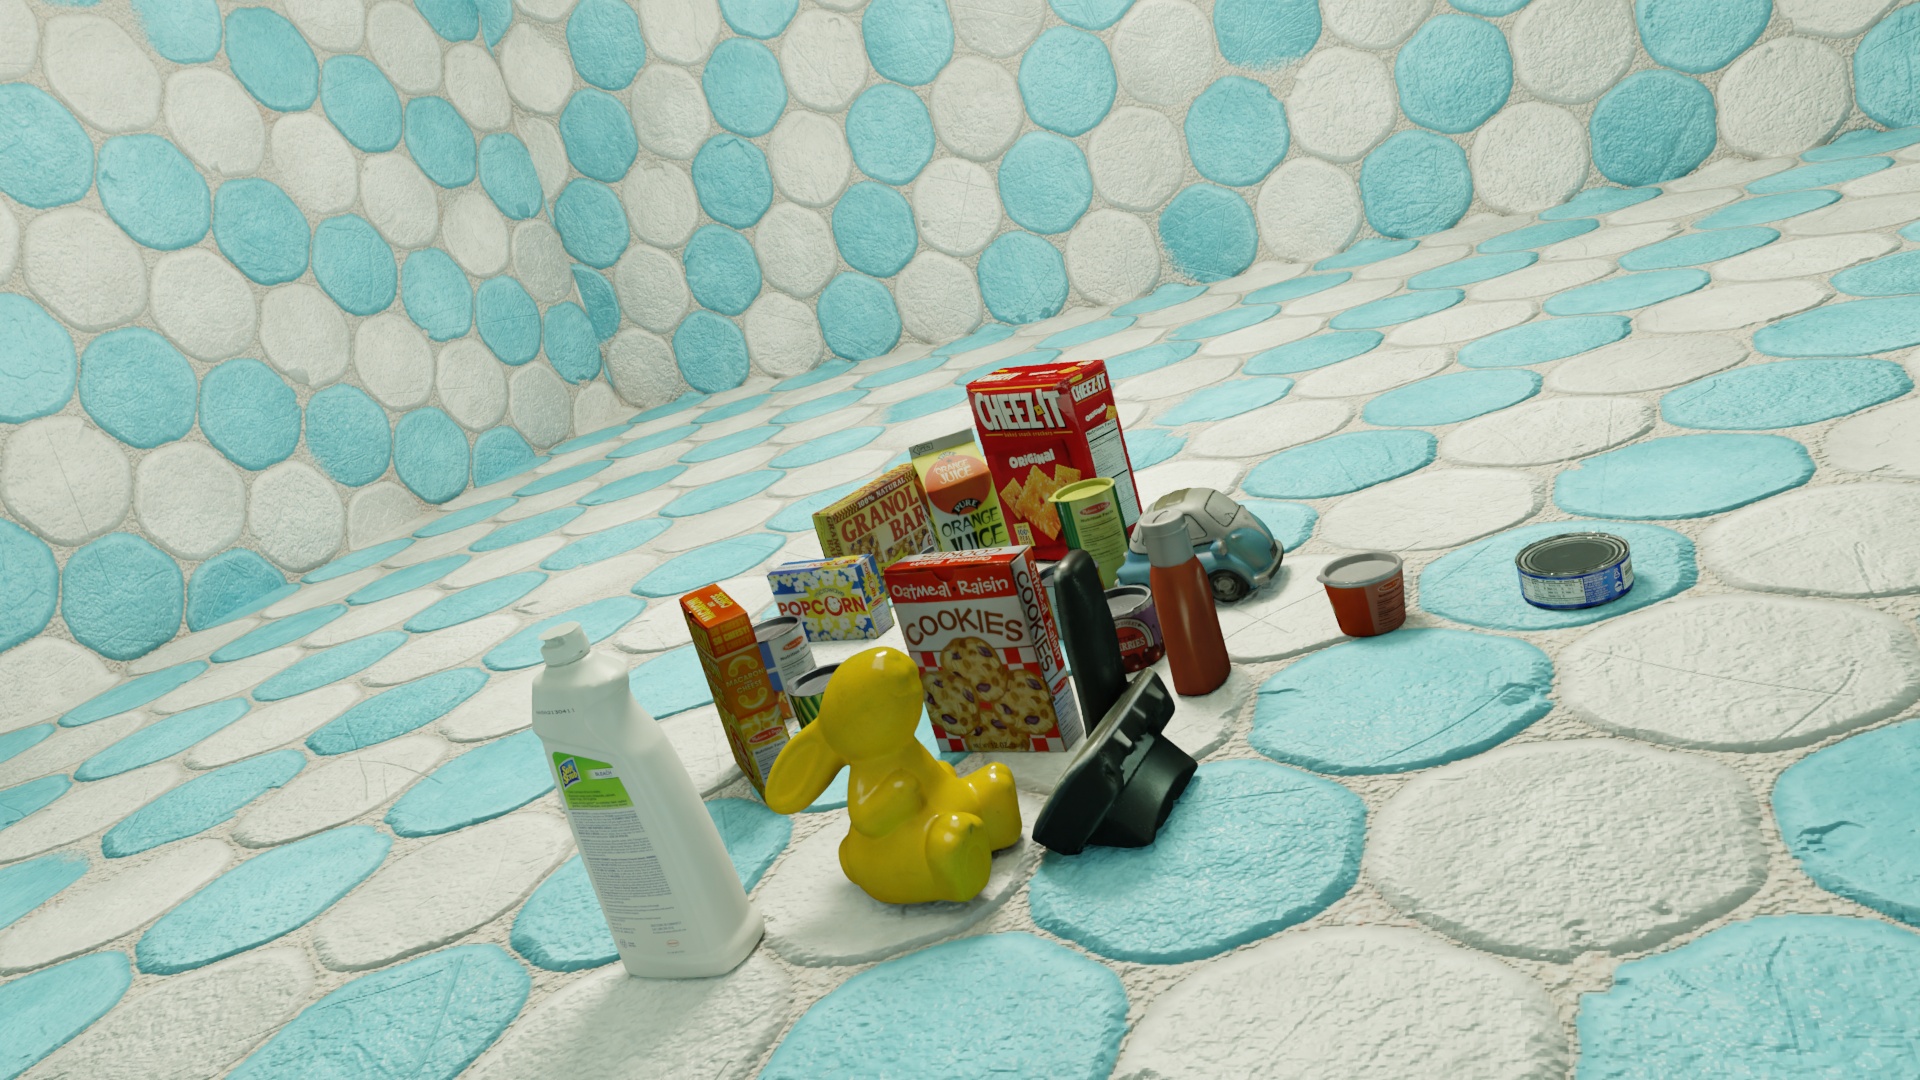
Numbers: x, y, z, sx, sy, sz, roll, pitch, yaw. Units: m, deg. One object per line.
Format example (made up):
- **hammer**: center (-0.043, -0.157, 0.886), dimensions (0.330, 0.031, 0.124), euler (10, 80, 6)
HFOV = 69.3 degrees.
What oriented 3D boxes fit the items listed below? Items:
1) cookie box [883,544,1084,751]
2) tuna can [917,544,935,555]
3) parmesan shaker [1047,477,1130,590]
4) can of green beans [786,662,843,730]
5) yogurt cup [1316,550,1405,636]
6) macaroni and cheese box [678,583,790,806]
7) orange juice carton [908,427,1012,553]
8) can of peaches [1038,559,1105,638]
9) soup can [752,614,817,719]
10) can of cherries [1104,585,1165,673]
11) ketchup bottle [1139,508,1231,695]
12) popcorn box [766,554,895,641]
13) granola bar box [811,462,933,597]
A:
- **cookie box**: center (0.018, 0.090, 1.124), dimensions (0.123, 0.167, 0.040), euler (-6, 19, 33)
- **tuna can**: center (-0.012, 0.023, 1.617), dimensions (0.071, 0.032, 0.071), euler (-15, 16, 5)
- **parmesan shaker**: center (0.137, -0.005, 1.437), dimensions (0.071, 0.102, 0.071), euler (-15, 16, 5)
- **can of green beans**: center (-0.116, 0.150, 1.253), dimensions (0.071, 0.057, 0.071), euler (-15, 16, 5)
- **yogurt cup**: center (0.339, 0.045, 1.160), dimensions (0.072, 0.053, 0.072), euler (-15, 16, 5)
- **macaroni and cheese box**: center (-0.189, 0.130, 1.196), dimensions (0.040, 0.166, 0.124), euler (-22, 17, -18)
- **orange juice carton**: center (0.005, -0.018, 1.449), dimensions (0.072, 0.192, 0.073), euler (-19, 16, -8)
- **can of peaches**: center (0.109, 0.056, 1.345), dimensions (0.071, 0.058, 0.071), euler (-15, 16, 5)
- **soup can**: center (-0.176, 0.123, 1.354), dimensions (0.071, 0.083, 0.071), euler (-15, 16, 5)
- **can of cherries**: center (0.143, 0.080, 1.230), dimensions (0.071, 0.058, 0.072), euler (-15, 16, 5)
- **ketchup bottle**: center (0.182, 0.049, 1.133), dimensions (0.043, 0.148, 0.065), euler (-7, 19, 32)
- **popcorn box**: center (-0.143, 0.064, 1.514), dimensions (0.126, 0.085, 0.038), euler (-6, 19, 33)
- **granola bar box**: center (-0.090, -0.005, 1.622), dimensions (0.039, 0.124, 0.166), euler (-2, 21, 41)
